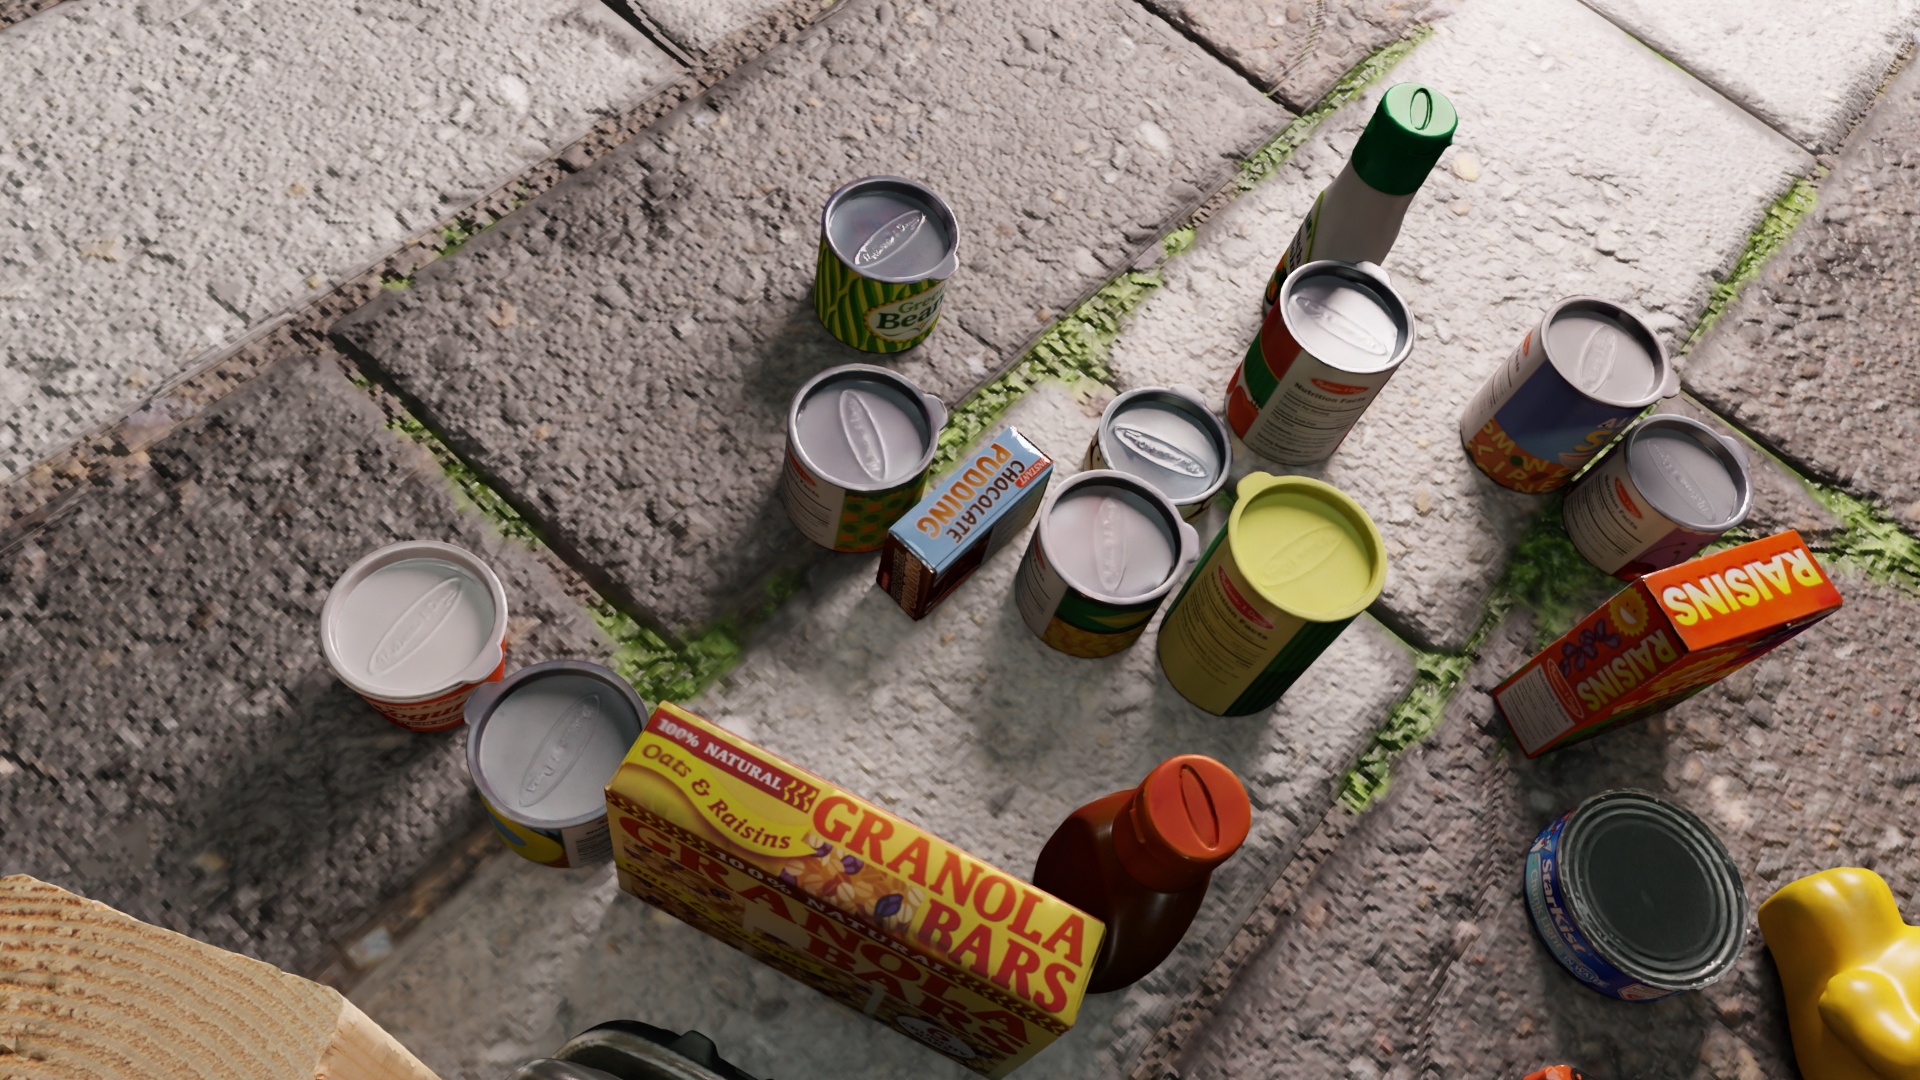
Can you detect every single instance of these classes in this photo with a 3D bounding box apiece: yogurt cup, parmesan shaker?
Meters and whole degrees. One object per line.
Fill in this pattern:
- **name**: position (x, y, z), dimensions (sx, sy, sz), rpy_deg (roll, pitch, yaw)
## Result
- **yogurt cup**: position (-0.213, 0.041, 0.551), dimensions (0.072, 0.053, 0.073), rpy_deg (5, 61, -8)
- **parmesan shaker**: position (0.129, 0.024, 0.598), dimensions (0.071, 0.102, 0.071), rpy_deg (5, 61, -8)

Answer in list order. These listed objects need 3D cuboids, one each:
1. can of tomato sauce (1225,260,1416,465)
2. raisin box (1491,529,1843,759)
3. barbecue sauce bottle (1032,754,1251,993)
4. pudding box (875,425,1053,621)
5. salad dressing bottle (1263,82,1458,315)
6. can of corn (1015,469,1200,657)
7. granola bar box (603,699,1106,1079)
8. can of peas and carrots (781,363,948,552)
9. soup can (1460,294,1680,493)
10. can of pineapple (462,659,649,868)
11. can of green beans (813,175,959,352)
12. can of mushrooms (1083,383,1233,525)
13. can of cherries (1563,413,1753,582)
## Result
- **can of tomato sauce**: position (0.174, -0.087, 0.681), dimensions (0.071, 0.082, 0.071), rpy_deg (5, 61, -8)
- **raisin box**: position (0.304, 0.048, 0.607), dimensions (0.086, 0.122, 0.040), rpy_deg (-13, 65, -18)
- **barbecue sauce bottle**: position (0.063, 0.120, 0.506), dimensions (0.044, 0.147, 0.065), rpy_deg (-8, 63, -15)
- **pudding box**: position (0.002, -0.008, 0.623), dimensions (0.030, 0.049, 0.084), rpy_deg (41, 62, 12)
- **salad dressing bottle**: position (0.196, -0.160, 0.689), dimensions (0.044, 0.147, 0.064), rpy_deg (18, 60, -1)
- **can of corn**: position (0.064, 0.012, 0.619), dimensions (0.071, 0.058, 0.071), rpy_deg (5, 61, -8)
- **granola bar box**: position (-0.042, 0.129, 0.494), dimensions (0.165, 0.123, 0.039), rpy_deg (26, 60, 4)
- **can of peas and carrots**: position (-0.044, -0.037, 0.625), dimensions (0.071, 0.058, 0.071), rpy_deg (5, 61, -8)
- **soup can**: position (0.303, -0.070, 0.696), dimensions (0.071, 0.083, 0.071), rpy_deg (5, 61, -8)
- **can of pineapple**: position (-0.153, 0.086, 0.535), dimensions (0.071, 0.057, 0.071), rpy_deg (5, 61, -8)
- **can of green beans**: position (-0.038, -0.134, 0.681), dimensions (0.071, 0.057, 0.071), rpy_deg (5, 61, -8)
- **can of mushrooms**: position (0.095, -0.040, 0.668), dimensions (0.071, 0.033, 0.071), rpy_deg (5, 60, -8)
- **can of cherries**: position (0.347, -0.020, 0.691), dimensions (0.071, 0.058, 0.072), rpy_deg (5, 61, -8)
